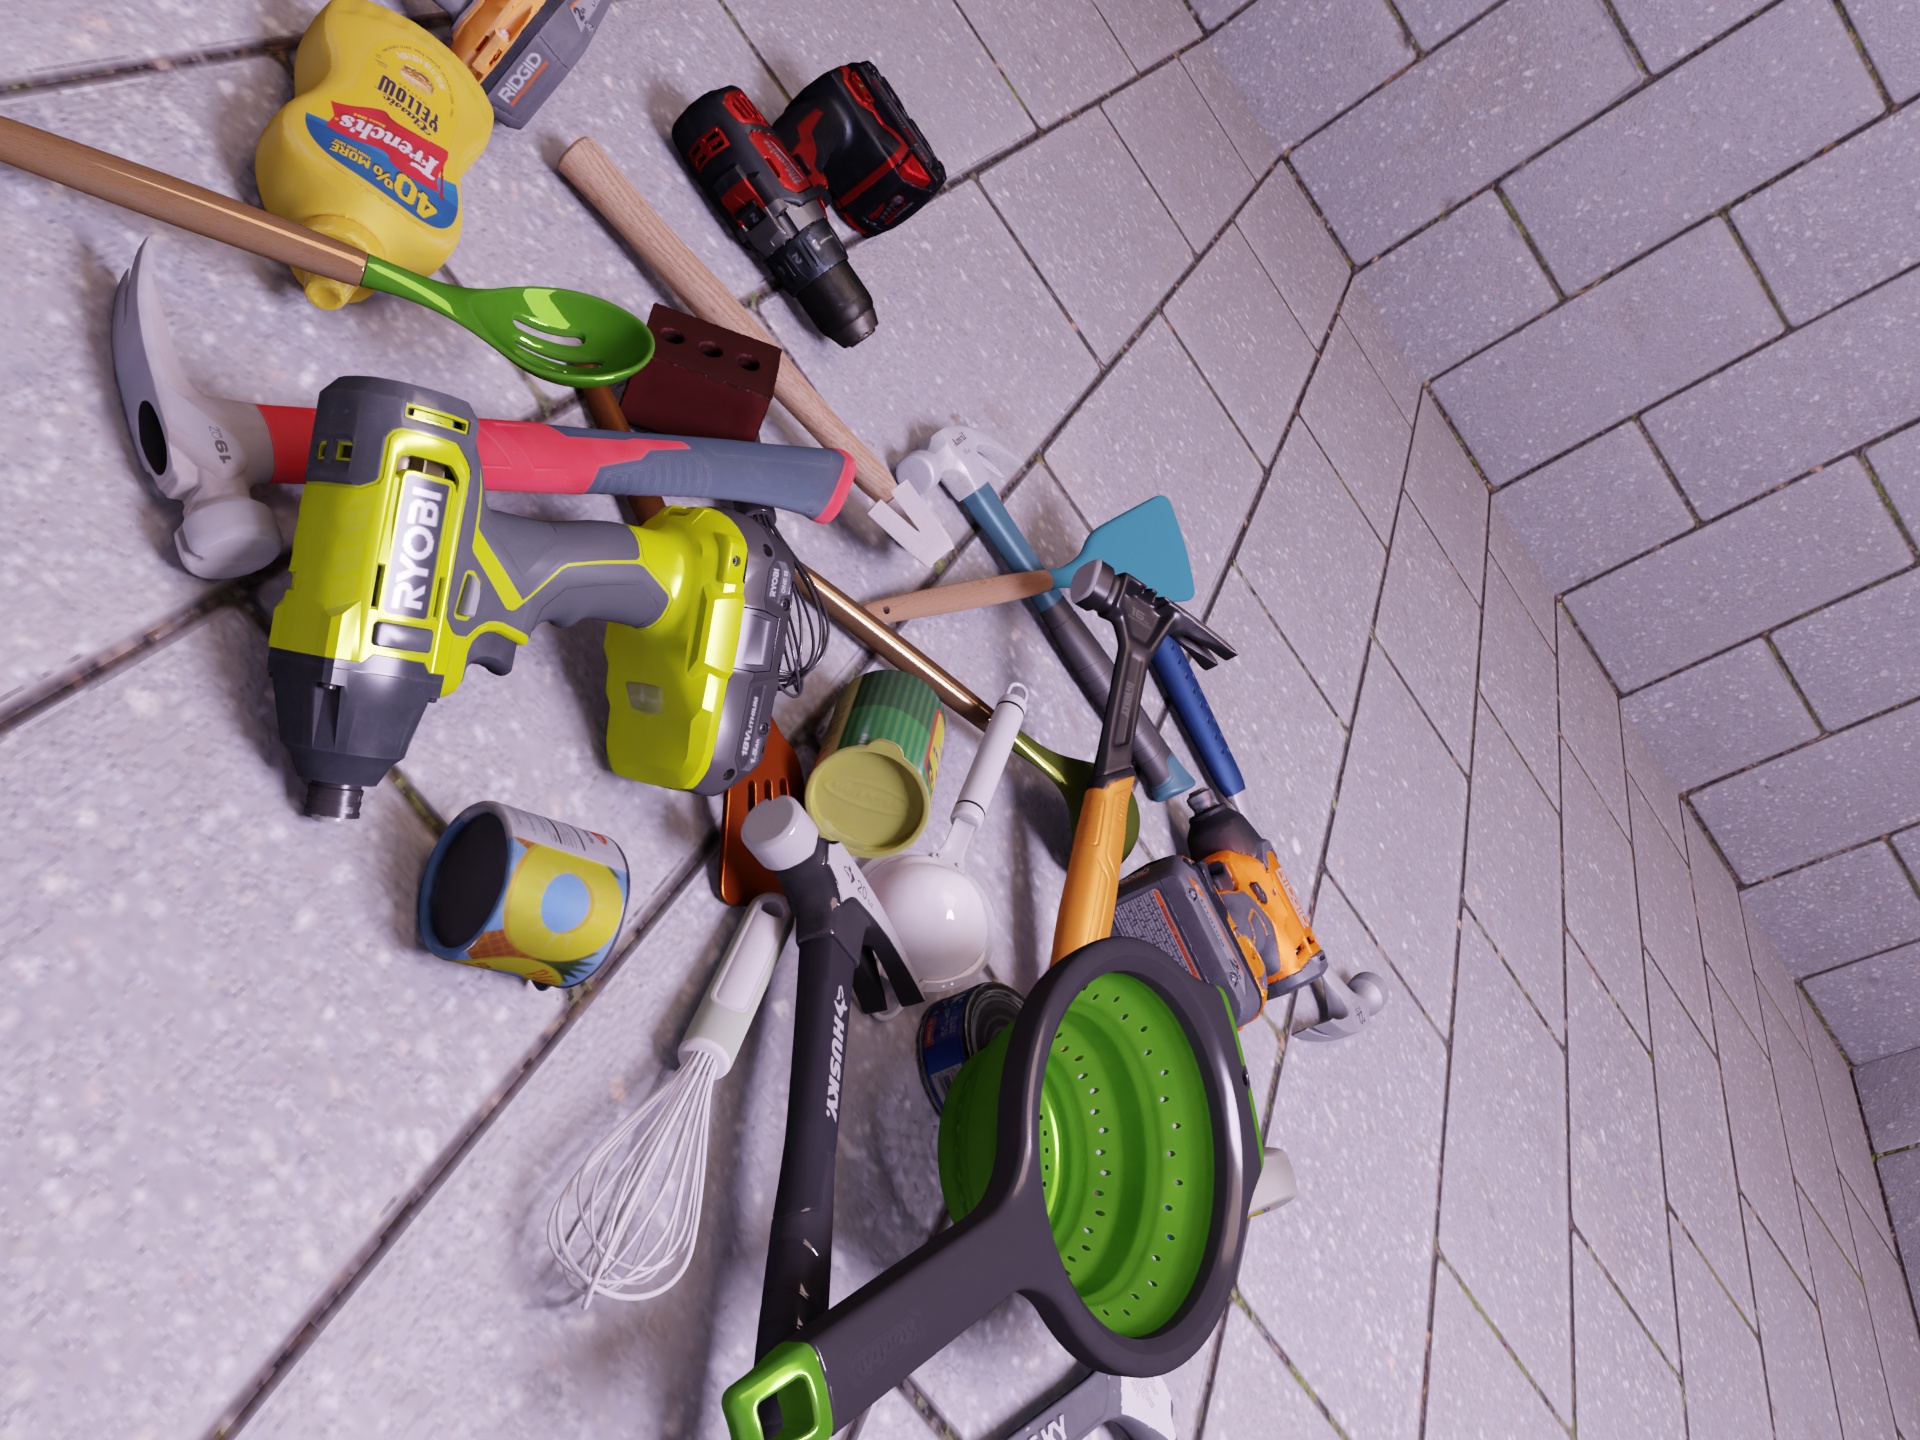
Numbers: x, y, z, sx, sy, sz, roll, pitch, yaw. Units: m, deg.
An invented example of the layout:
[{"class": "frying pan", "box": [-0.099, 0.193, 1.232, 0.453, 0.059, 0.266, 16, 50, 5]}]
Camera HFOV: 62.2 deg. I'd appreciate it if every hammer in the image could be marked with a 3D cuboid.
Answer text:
[{"class": "hammer", "box": [-0.016, 0.347, 0.693, 0.408, 0.036, 0.149, -1, 65, -56]}, {"class": "hammer", "box": [0.096, 0.063, 1.002, 0.127, 0.034, 0.337, 29, 58, -24]}, {"class": "hammer", "box": [-0.064, 0.203, 0.690, 0.335, 0.035, 0.146, -89, 156, -43]}, {"class": "hammer", "box": [-0.121, -0.222, 0.980, 0.331, 0.031, 0.130, 47, 4, -14]}, {"class": "hammer", "box": [0.074, -0.075, 1.180, 0.331, 0.033, 0.128, 55, 32, -10]}, {"class": "hammer", "box": [-0.200, -0.141, 0.774, 0.386, 0.038, 0.143, -7, 70, -50]}, {"class": "hammer", "box": [0.226, 0.069, 1.284, 0.144, 0.035, 0.405, -17, 80, -59]}]

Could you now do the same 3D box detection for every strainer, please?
[{"class": "strainer", "box": [0.001, 0.059, 0.912, 0.087, 0.050, 0.259, 27, 45, -4]}]

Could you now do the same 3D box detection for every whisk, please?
[{"class": "whisk", "box": [-0.115, 0.153, 0.696, 0.058, 0.059, 0.246, 24, 33, -2]}, {"class": "whisk", "box": [-0.120, -0.117, 0.916, 0.055, 0.055, 0.239, 21, 44, -48]}]

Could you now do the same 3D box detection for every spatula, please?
[{"class": "spatula", "box": [-0.149, -0.057, 0.844, 0.081, 0.041, 0.323, -2, 63, -58]}, {"class": "spatula", "box": [0.050, -0.098, 1.100, 0.317, 0.044, 0.082, -16, 91, -47]}]

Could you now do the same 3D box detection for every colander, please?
[{"class": "colander", "box": [0.009, 0.225, 0.723, 0.397, 0.094, 0.204, -13, 90, -54]}]

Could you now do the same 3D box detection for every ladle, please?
[{"class": "ladle", "box": [-0.002, -0.003, 1.011, 0.320, 0.062, 0.078, 37, 42, -23]}]

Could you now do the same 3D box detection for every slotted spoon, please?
[{"class": "slotted spoon", "box": [-0.284, -0.204, 0.684, 0.313, 0.031, 0.070, 15, 42, -30]}]

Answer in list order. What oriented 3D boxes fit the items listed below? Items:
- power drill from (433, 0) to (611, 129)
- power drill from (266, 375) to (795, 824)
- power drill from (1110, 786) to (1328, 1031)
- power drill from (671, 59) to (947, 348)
[{"class": "power drill", "box": [-0.307, -0.463, 0.892, 0.226, 0.084, 0.186, 36, 37, -28]}, {"class": "power drill", "box": [-0.182, -0.036, 0.688, 0.223, 0.080, 0.171, 10, 89, -52]}, {"class": "power drill", "box": [0.175, 0.132, 1.117, 0.226, 0.084, 0.164, -9, 72, -62]}, {"class": "power drill", "box": [-0.092, -0.373, 1.141, 0.188, 0.080, 0.227, 54, 34, -11]}]
